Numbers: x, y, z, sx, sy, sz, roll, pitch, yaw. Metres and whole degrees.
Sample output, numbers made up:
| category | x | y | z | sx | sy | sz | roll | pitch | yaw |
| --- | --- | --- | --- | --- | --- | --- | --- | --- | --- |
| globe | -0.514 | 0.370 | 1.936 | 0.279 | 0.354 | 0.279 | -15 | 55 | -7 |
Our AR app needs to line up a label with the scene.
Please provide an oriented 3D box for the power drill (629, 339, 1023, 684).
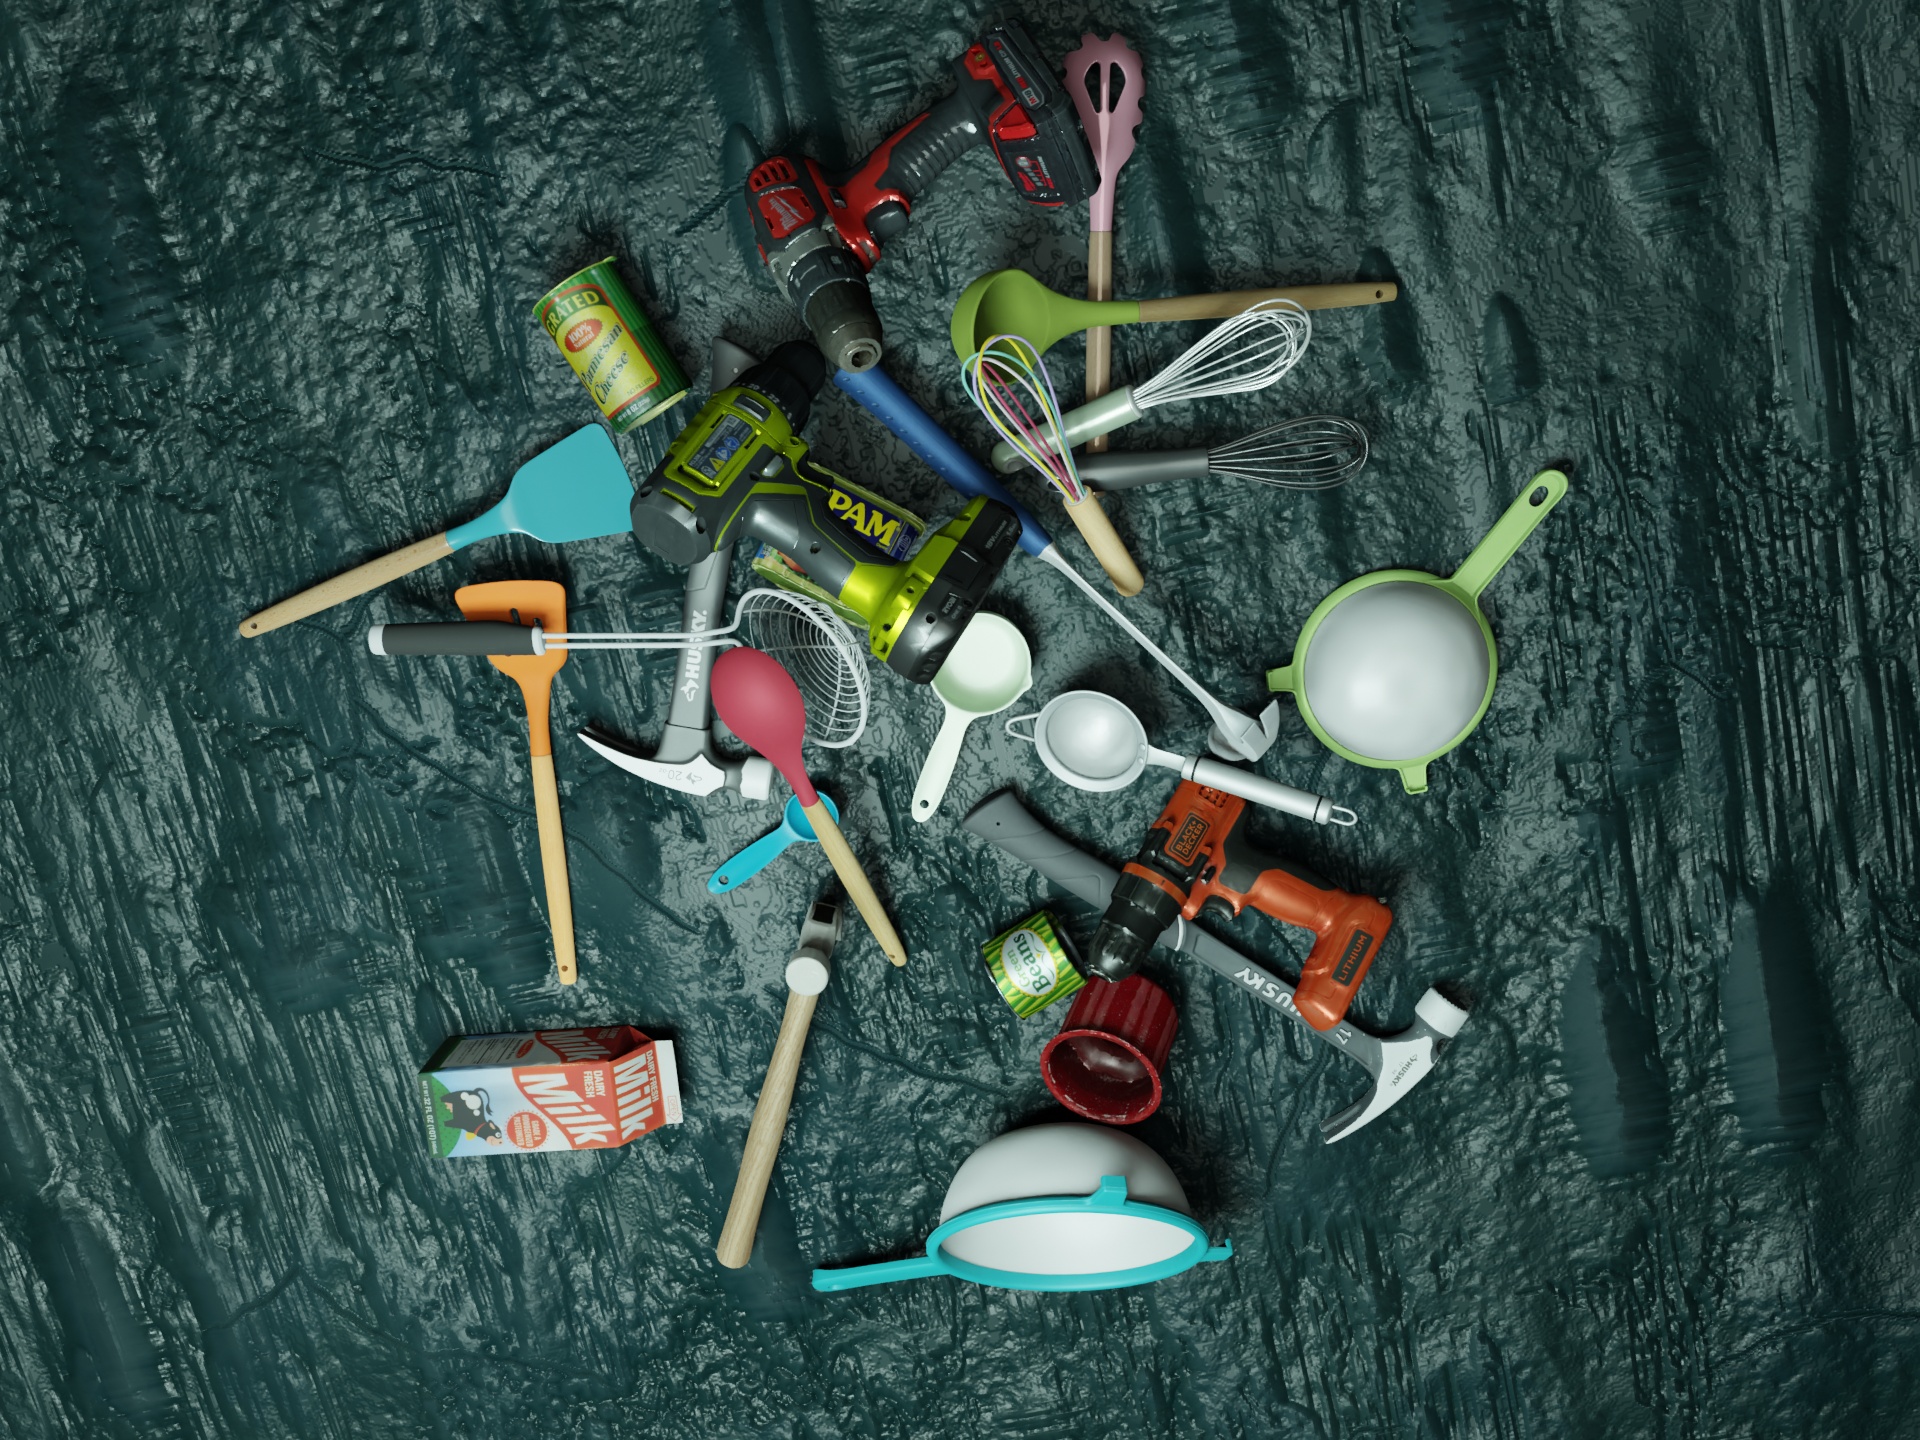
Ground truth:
| category | x | y | z | sx | sy | sz | roll | pitch | yaw |
| --- | --- | --- | --- | --- | --- | --- | --- | --- | --- |
| power drill | -0.079 | -0.146 | 1.064 | 0.228 | 0.080 | 0.191 | 32 | 58 | 0 |

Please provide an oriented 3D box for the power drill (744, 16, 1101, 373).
| category | x | y | z | sx | sy | sz | roll | pitch | yaw |
| --- | --- | --- | --- | --- | --- | --- | --- | --- | --- |
| power drill | -0.025 | -0.340 | 1.051 | 0.226 | 0.080 | 0.188 | -28 | 58 | 7 |

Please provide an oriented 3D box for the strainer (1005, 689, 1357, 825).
| category | x | y | z | sx | sy | sz | roll | pitch | yaw |
| --- | --- | --- | --- | --- | --- | --- | --- | --- | --- |
| strainer | 0.159 | 0.031 | 1.144 | 0.258 | 0.050 | 0.086 | 18 | 126 | 19 |

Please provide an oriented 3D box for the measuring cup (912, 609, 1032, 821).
| category | x | y | z | sx | sy | sz | roll | pitch | yaw |
| --- | --- | --- | --- | --- | --- | --- | --- | --- | --- |
| measuring cup | -0.002 | -0.004 | 1.186 | 0.083 | 0.038 | 0.167 | 21 | 104 | -3 |

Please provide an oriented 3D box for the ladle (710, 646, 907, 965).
| category | x | y | z | sx | sy | sz | roll | pitch | yaw |
| --- | --- | --- | --- | --- | --- | --- | --- | --- | --- |
| ladle | -0.099 | 0.075 | 1.147 | 0.069 | 0.031 | 0.315 | -3 | 132 | 26 |

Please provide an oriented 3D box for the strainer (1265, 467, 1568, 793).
| category | x | y | z | sx | sy | sz | roll | pitch | yaw |
| --- | --- | --- | --- | --- | --- | --- | --- | --- | --- |
| strainer | 0.352 | -0.072 | 1.141 | 0.151 | 0.069 | 0.256 | 36 | 103 | -6 |

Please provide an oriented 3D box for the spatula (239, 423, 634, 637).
| category | x | y | z | sx | sy | sz | roll | pitch | yaw |
| --- | --- | --- | --- | --- | --- | --- | --- | --- | --- |
| spatula | -0.395 | -0.124 | 1.180 | 0.317 | 0.044 | 0.082 | -20 | 101 | 11 |

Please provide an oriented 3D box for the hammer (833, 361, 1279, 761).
| category | x | y | z | sx | sy | sz | roll | pitch | yaw |
| --- | --- | --- | --- | --- | --- | --- | --- | --- | --- |
| hammer | 0.069 | -0.116 | 1.124 | 0.405 | 0.144 | 0.035 | 43 | 87 | 0 |

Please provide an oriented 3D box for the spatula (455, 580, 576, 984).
| category | x | y | z | sx | sy | sz | roll | pitch | yaw |
| --- | --- | --- | --- | --- | --- | --- | --- | --- | --- |
| spatula | -0.318 | 0.051 | 1.206 | 0.081 | 0.041 | 0.322 | -3 | 103 | 2 |

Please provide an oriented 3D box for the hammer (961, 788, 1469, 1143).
| category | x | y | z | sx | sy | sz | roll | pitch | yaw |
| --- | --- | --- | --- | --- | --- | --- | --- | --- | --- |
| hammer | 0.180 | 0.175 | 1.220 | 0.409 | 0.036 | 0.149 | 32 | 102 | -4 |

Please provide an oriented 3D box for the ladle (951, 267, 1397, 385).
| category | x | y | z | sx | sy | sz | roll | pitch | yaw |
| --- | --- | --- | --- | --- | --- | --- | --- | --- | --- |
| ladle | 0.150 | -0.280 | 1.091 | 0.320 | 0.062 | 0.078 | -6 | 117 | -7 |

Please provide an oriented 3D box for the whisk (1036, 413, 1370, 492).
| category | x | y | z | sx | sy | sz | roll | pitch | yaw |
| --- | --- | --- | --- | --- | --- | --- | --- | --- | --- |
| whisk | 0.173 | -0.183 | 1.130 | 0.239 | 0.055 | 0.055 | -5 | 102 | 1 |

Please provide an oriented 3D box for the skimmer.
| category | x | y | z | sx | sy | sz | roll | pitch | yaw |
| --- | --- | --- | --- | --- | --- | --- | --- | --- | --- |
| skimmer | -0.243 | -0.039 | 1.120 | 0.363 | 0.090 | 0.127 | 0 | 132 | 1 |

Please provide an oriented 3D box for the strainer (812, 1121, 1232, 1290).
| category | x | y | z | sx | sy | sz | roll | pitch | yaw |
| --- | --- | --- | --- | --- | --- | --- | --- | --- | --- |
| strainer | 0.026 | 0.379 | 1.241 | 0.340 | 0.095 | 0.210 | -19 | 141 | 27 |

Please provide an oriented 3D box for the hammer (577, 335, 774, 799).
| category | x | y | z | sx | sy | sz | roll | pitch | yaw |
| --- | --- | --- | --- | --- | --- | --- | --- | --- | --- |
| hammer | -0.191 | -0.111 | 1.169 | 0.146 | 0.035 | 0.334 | 9 | 102 | -1 |

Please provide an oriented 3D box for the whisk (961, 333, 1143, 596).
| category | x | y | z | sx | sy | sz | roll | pitch | yaw |
| --- | --- | --- | --- | --- | --- | --- | --- | --- | --- |
| whisk | 0.068 | -0.166 | 1.090 | 0.051 | 0.047 | 0.244 | -20 | 135 | 19 |

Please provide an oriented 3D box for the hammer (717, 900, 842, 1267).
| category | x | y | z | sx | sy | sz | roll | pitch | yaw |
| --- | --- | --- | --- | --- | --- | --- | --- | --- | --- |
| hammer | -0.141 | 0.285 | 1.225 | 0.031 | 0.130 | 0.331 | 16 | 113 | -2 |

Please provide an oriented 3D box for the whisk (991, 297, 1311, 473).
| category | x | y | z | sx | sy | sz | roll | pitch | yaw |
| --- | --- | --- | --- | --- | --- | --- | --- | --- | --- |
| whisk | 0.127 | -0.225 | 1.099 | 0.246 | 0.057 | 0.059 | -20 | 65 | 27 |

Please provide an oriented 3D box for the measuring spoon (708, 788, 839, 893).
| category | x | y | z | sx | sy | sz | roll | pitch | yaw |
| --- | --- | --- | --- | --- | --- | --- | --- | --- | --- |
| measuring spoon | -0.145 | 0.094 | 1.225 | 0.128 | 0.021 | 0.042 | -36 | 100 | 18 |

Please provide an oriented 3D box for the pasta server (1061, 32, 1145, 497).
| category | x | y | z | sx | sy | sz | roll | pitch | yaw |
| --- | --- | --- | --- | --- | --- | --- | --- | --- | --- |
| pasta server | 0.098 | -0.316 | 1.121 | 0.060 | 0.040 | 0.316 | 0 | 106 | 2 |
